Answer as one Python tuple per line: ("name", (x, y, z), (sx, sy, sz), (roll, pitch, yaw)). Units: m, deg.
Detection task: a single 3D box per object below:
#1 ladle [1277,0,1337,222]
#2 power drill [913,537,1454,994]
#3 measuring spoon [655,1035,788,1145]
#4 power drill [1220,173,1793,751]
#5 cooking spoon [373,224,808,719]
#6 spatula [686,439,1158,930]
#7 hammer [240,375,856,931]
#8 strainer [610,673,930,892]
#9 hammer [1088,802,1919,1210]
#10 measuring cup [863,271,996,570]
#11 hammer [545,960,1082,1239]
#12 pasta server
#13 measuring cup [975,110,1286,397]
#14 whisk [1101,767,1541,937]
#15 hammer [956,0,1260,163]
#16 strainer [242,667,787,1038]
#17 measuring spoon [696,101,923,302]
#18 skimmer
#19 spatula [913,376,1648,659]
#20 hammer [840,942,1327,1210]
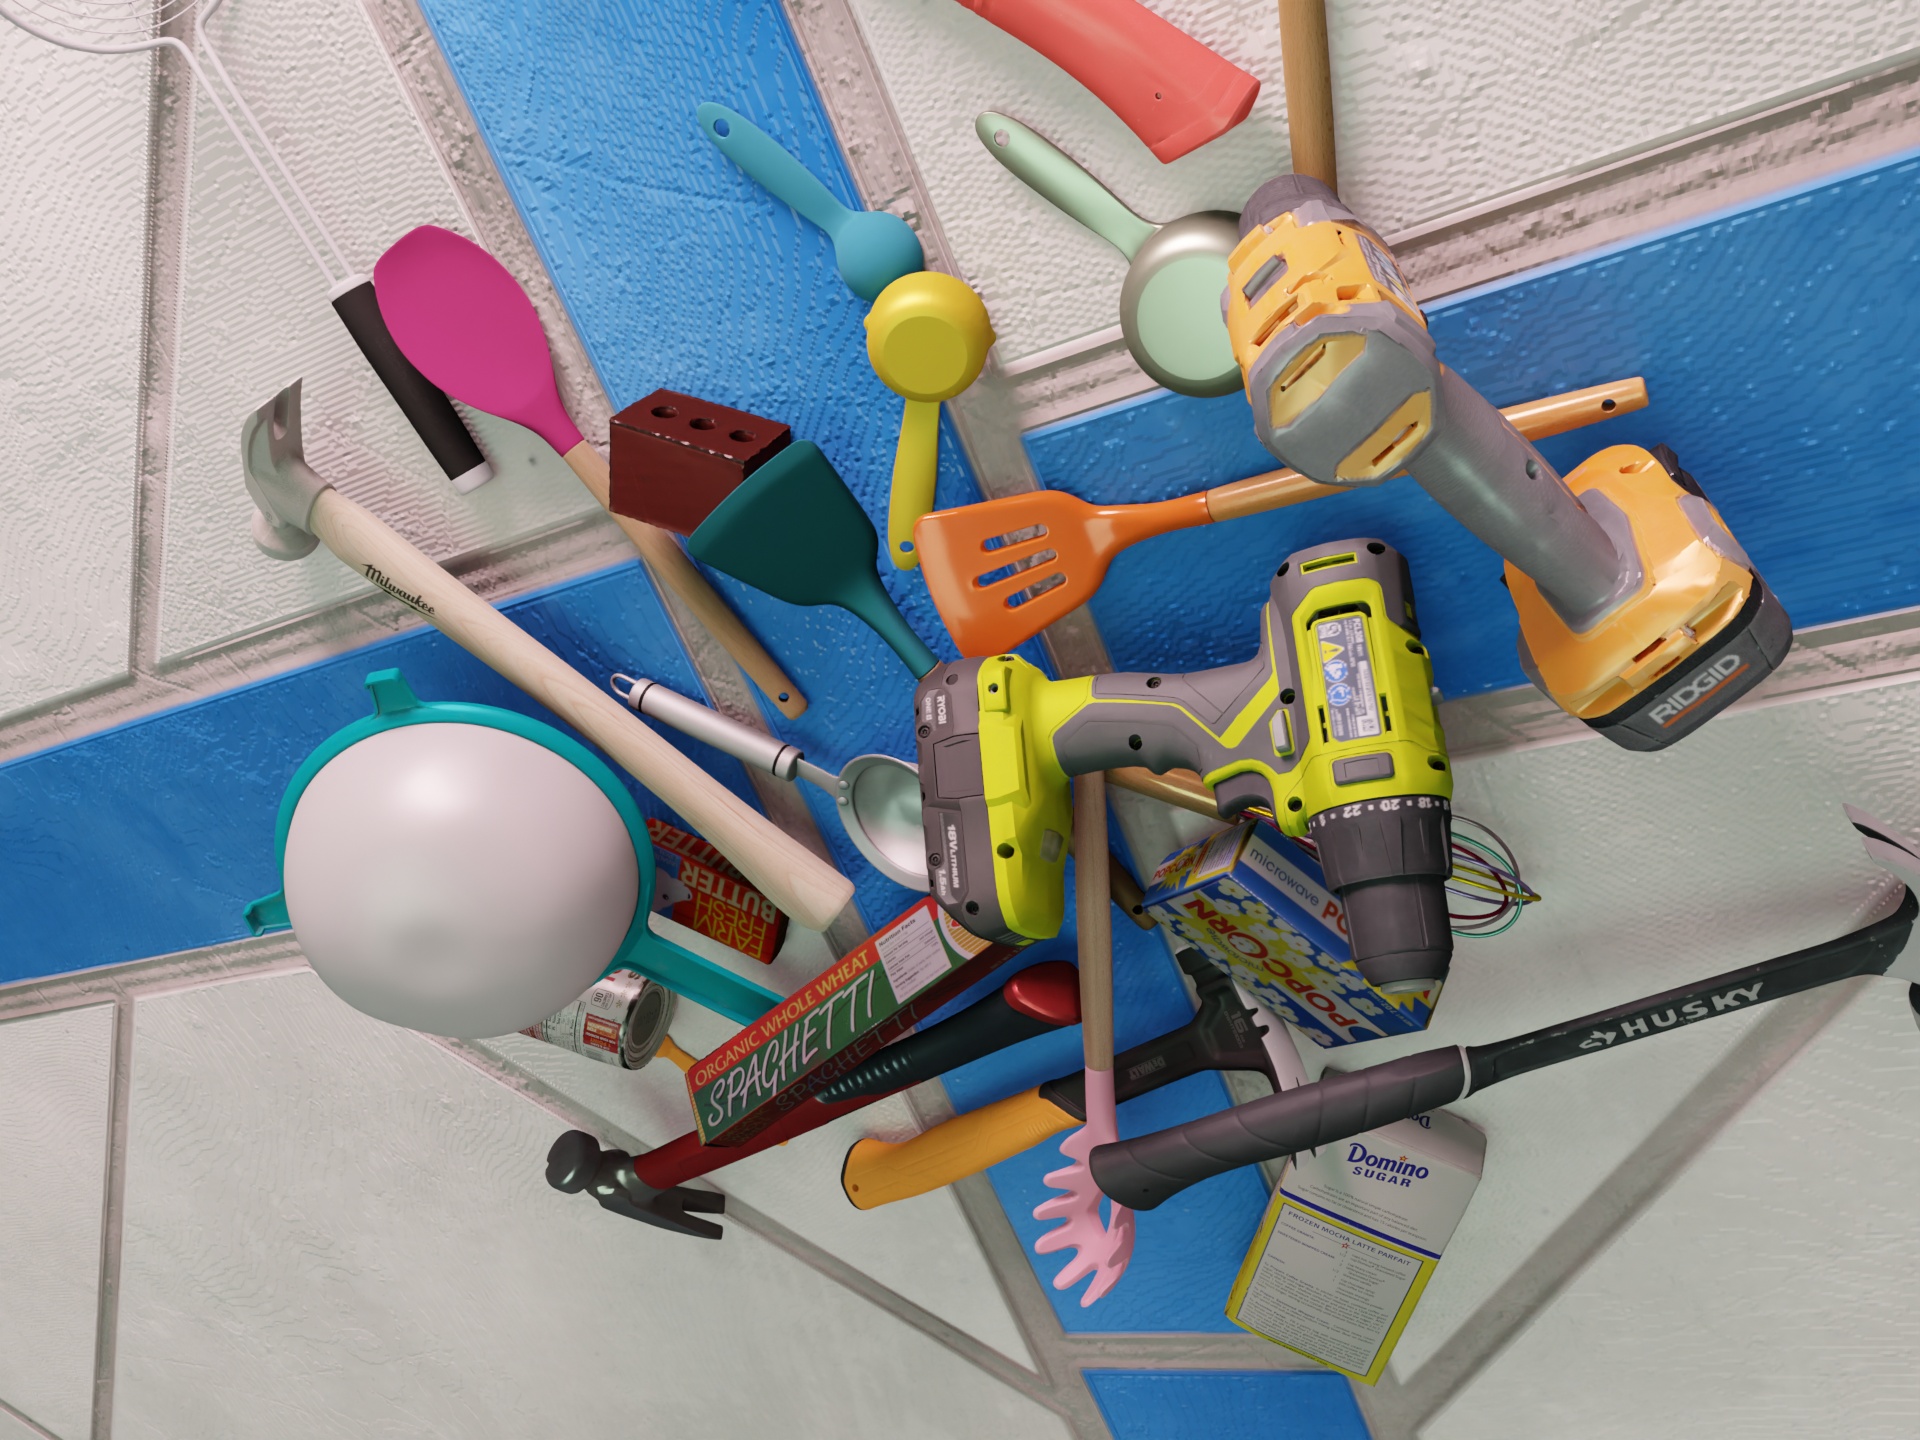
("ladle", (0.128, -0.298, 0.603), (0.069, 0.031, 0.315), (3, 120, 26))
("power drill", (0.102, 0.034, 0.708), (0.228, 0.080, 0.191), (-11, 73, 21))
("measuring spoon", (-0.161, 0.245, 1.046), (0.117, 0.011, 0.021), (38, 126, 0))
("power drill", (0.188, -0.109, 0.594), (0.226, 0.186, 0.084), (33, 121, -19))
("cooking spoon", (-0.188, -0.123, 0.841), (0.069, 0.017, 0.318), (-40, 101, 1))
("spatula", (-0.001, -0.003, 0.810), (0.082, 0.044, 0.317), (-40, 102, 12))
("hammer", (-0.225, -0.024, 0.881), (0.410, 0.038, 0.146), (38, 148, -1))
("strainer", (-0.086, 0.025, 0.873), (0.258, 0.050, 0.086), (24, 132, 17))
("hammer", (0.246, 0.155, 0.730), (0.409, 0.036, 0.149), (-23, 126, 21))
("measuring cup", (-0.020, -0.133, 0.754), (0.062, 0.029, 0.156), (7, 126, -1))
("hammer", (-0.073, 0.235, 0.962), (0.386, 0.038, 0.143), (-29, 134, 29))
("pasta server", (0.065, 0.156, 0.823), (0.060, 0.040, 0.316), (18, 117, 50))
("measuring cup", (0.069, -0.202, 0.675), (0.167, 0.038, 0.083), (37, 126, -2))
("whisk", (0.160, 0.050, 0.780), (0.245, 0.047, 0.051), (18, 125, 19))
("hammer", (-0.034, -0.344, 0.644), (0.359, 0.037, 0.149), (33, 126, 5))
("strainer", (-0.224, 0.132, 0.885), (0.340, 0.095, 0.211), (29, 113, -16))
("measuring spoon", (-0.073, -0.238, 0.728), (0.128, 0.021, 0.042), (39, 126, -3))
("skimmer", (-0.348, -0.269, 0.791), (0.127, 0.090, 0.363), (-30, 108, 1))
("spatula", (0.133, -0.097, 0.706), (0.322, 0.041, 0.081), (-12, 111, 28))
("hammer", (0.050, 0.233, 0.916), (0.337, 0.034, 0.127), (-32, 77, 37))
